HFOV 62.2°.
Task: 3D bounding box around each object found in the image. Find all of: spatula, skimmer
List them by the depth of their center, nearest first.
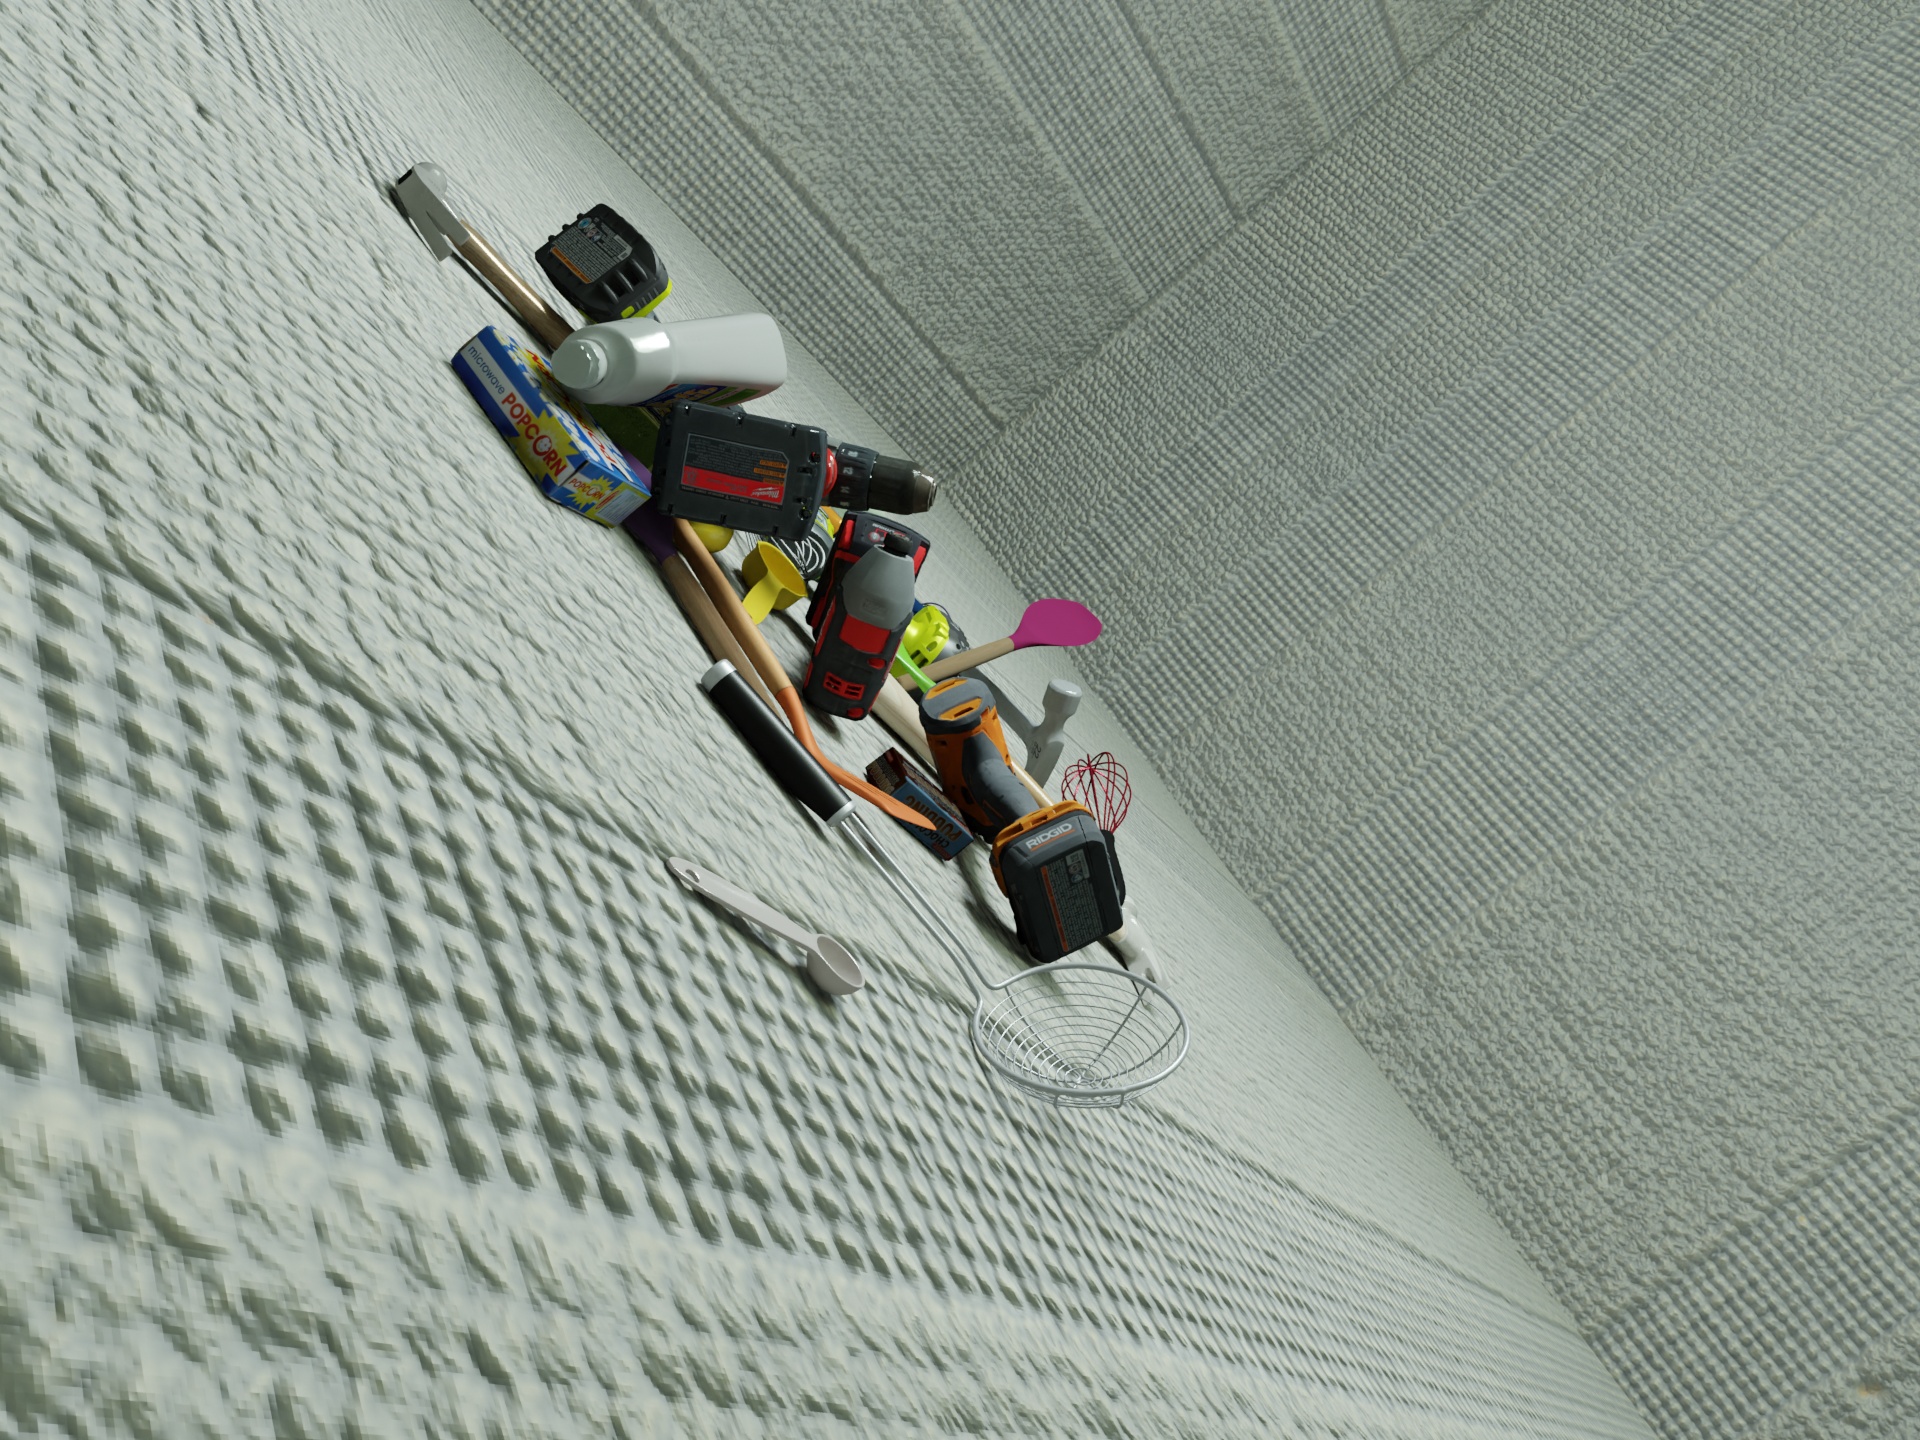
[{"bbox_3d":[-0.016,0.087,0.954,0.363,0.090,0.127,48,40,5],"label":"skimmer"},{"bbox_3d":[-0.184,-0.090,1.084,0.059,0.018,0.316,-3,49,-46],"label":"spatula"},{"bbox_3d":[-0.126,-0.043,1.098,0.323,0.041,0.081,55,10,21],"label":"spatula"}]

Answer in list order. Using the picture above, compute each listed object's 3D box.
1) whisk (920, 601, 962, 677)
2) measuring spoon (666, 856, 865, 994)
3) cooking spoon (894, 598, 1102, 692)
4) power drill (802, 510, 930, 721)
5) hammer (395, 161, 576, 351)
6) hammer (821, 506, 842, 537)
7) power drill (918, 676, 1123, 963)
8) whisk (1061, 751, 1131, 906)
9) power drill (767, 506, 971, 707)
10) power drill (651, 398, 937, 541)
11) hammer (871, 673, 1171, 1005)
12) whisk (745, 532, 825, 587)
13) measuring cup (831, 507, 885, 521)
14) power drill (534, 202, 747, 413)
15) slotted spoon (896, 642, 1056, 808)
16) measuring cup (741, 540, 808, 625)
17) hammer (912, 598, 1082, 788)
[{"bbox_3d":[-0.010,-0.050,1.803,0.047,0.051,0.245,13,36,-41],"label":"whisk"},{"bbox_3d":[-0.095,0.100,0.761,0.124,0.018,0.034,37,14,-30],"label":"measuring spoon"},{"bbox_3d":[0.029,-0.066,1.516,0.069,0.017,0.319,45,41,21],"label":"cooking spoon"},{"bbox_3d":[-0.073,-0.095,1.259,0.078,0.143,0.220,20,15,-8],"label":"power drill"},{"bbox_3d":[-0.328,-0.315,1.302,0.331,0.031,0.130,46,9,-26],"label":"hammer"},{"bbox_3d":[-0.231,-0.297,1.606,0.336,0.034,0.127,43,-5,-33],"label":"hammer"},{"bbox_3d":[0.044,0.085,1.263,0.227,0.084,0.164,55,-14,49],"label":"power drill"},{"bbox_3d":[0.134,0.106,1.517,0.073,0.073,0.296,47,16,-16],"label":"whisk"},{"bbox_3d":[-0.096,-0.126,1.539,0.223,0.080,0.171,44,10,-19],"label":"power drill"},{"bbox_3d":[-0.120,-0.184,1.183,0.188,0.080,0.227,12,11,4],"label":"power drill"},{"bbox_3d":[0.050,0.100,1.433,0.410,0.038,0.146,45,11,-26],"label":"hammer"},{"bbox_3d":[-0.192,-0.193,1.429,0.247,0.059,0.057,51,-20,39],"label":"whisk"},{"bbox_3d":[-0.129,-0.244,1.620,0.083,0.038,0.168,43,7,-49],"label":"measuring cup"},{"bbox_3d":[-0.255,-0.315,1.376,0.191,0.080,0.228,46,-8,39],"label":"power drill"},{"bbox_3d":[-0.002,-0.004,1.391,0.314,0.031,0.070,46,14,13],"label":"slotted spoon"},{"bbox_3d":[-0.162,-0.098,1.272,0.062,0.029,0.157,48,20,-13],"label":"measuring cup"},{"bbox_3d":[-0.004,-0.056,1.655,0.035,0.144,0.406,6,25,-32],"label":"hammer"}]
